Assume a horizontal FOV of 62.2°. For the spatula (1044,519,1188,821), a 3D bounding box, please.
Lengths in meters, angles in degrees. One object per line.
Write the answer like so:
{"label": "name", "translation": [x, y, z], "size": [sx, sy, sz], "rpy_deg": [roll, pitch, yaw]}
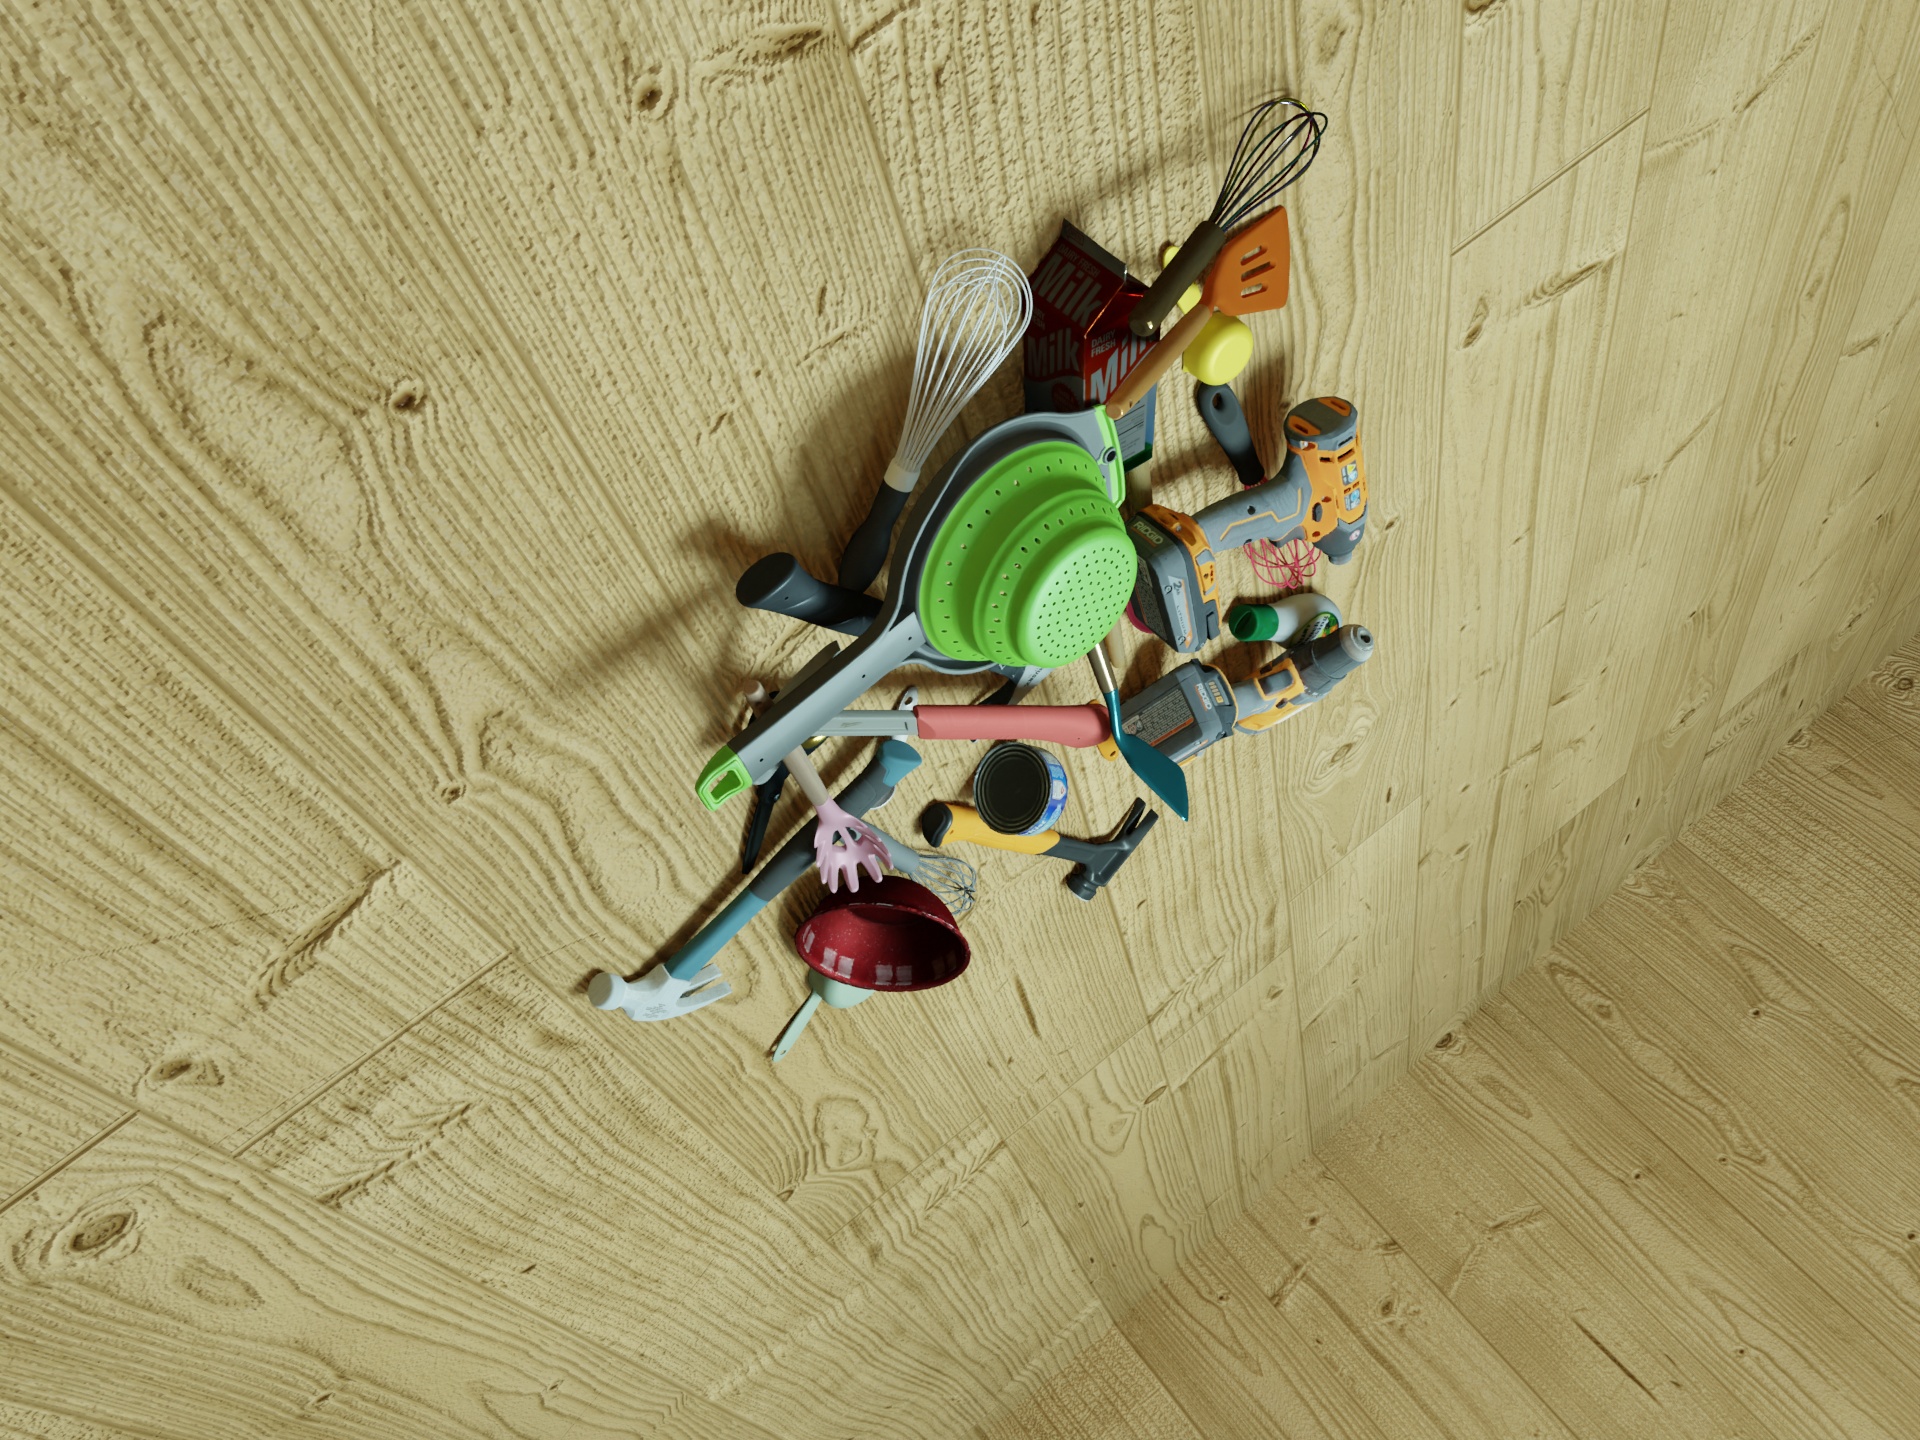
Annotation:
{"label": "spatula", "translation": [0.129, -0.052, 1.345], "size": [0.044, 0.082, 0.317], "rpy_deg": [-15, 120, 14]}

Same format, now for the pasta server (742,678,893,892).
{"label": "pasta server", "translation": [-0.111, 0.053, 1.202], "size": [0.060, 0.040, 0.316], "rpy_deg": [-22, 151, -1]}

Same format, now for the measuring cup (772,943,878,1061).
{"label": "measuring cup", "translation": [-0.130, 0.280, 1.549], "size": [0.083, 0.038, 0.167], "rpy_deg": [14, 114, -53]}

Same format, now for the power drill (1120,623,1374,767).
{"label": "power drill", "translation": [0.285, -0.029, 1.560], "size": [0.226, 0.084, 0.185], "rpy_deg": [-14, 166, -38]}

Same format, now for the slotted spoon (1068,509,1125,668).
{"label": "slotted spoon", "translation": [0.119, -0.125, 1.361], "size": [0.031, 0.070, 0.313], "rpy_deg": [-7, 151, 9]}

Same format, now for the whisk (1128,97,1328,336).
{"label": "whisk", "translation": [0.189, -0.351, 1.110], "size": [0.245, 0.051, 0.047], "rpy_deg": [-54, 145, -22]}

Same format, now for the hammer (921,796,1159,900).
{"label": "hammer", "translation": [0.076, 0.114, 1.589], "size": [0.127, 0.034, 0.336], "rpy_deg": [-53, 146, 15]}

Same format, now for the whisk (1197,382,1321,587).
{"label": "whisk", "translation": [0.264, -0.206, 1.414], "size": [0.073, 0.073, 0.295], "rpy_deg": [-43, 141, -1]}

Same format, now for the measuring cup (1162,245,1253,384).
{"label": "measuring cup", "translation": [0.189, -0.313, 1.233], "size": [0.062, 0.029, 0.156], "rpy_deg": [-45, 148, 2]}

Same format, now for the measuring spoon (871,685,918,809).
{"label": "measuring spoon", "translation": [-0.061, 0.021, 1.361], "size": [0.034, 0.018, 0.124], "rpy_deg": [-5, 124, -42]}

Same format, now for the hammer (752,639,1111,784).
{"label": "hammer", "translation": [-0.002, -0.004, 1.280], "size": [0.359, 0.037, 0.149], "rpy_deg": [0, 146, -43]}

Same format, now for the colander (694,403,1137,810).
{"label": "colander", "translation": [-0.005, -0.053, 1.092], "size": [0.397, 0.095, 0.204], "rpy_deg": [-40, 145, -15]}

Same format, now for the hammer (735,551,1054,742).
{"label": "hammer", "translation": [-0.036, -0.064, 1.229], "size": [0.149, 0.036, 0.408], "rpy_deg": [-48, 153, 16]}

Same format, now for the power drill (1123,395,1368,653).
{"label": "power drill", "translation": [0.252, -0.155, 1.357], "size": [0.226, 0.084, 0.164], "rpy_deg": [-33, 134, -10]}

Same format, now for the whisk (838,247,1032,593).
{"label": "whisk", "translation": [-0.027, -0.198, 1.111], "size": [0.070, 0.070, 0.284], "rpy_deg": [-9, 138, -42]}

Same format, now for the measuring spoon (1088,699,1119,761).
{"label": "measuring spoon", "translation": [0.142, 0.014, 1.567], "size": [0.021, 0.011, 0.116], "rpy_deg": [-40, 147, -6]}

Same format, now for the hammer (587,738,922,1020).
{"label": "hammer", "translation": [-0.161, 0.136, 1.341], "size": [0.331, 0.033, 0.128], "rpy_deg": [-44, 149, 8]}

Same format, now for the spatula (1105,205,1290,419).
{"label": "spatula", "translation": [0.174, -0.285, 1.144], "size": [0.323, 0.041, 0.081], "rpy_deg": [-52, 143, -47]}

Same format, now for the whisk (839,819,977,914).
{"label": "whisk", "translation": [-0.051, 0.131, 1.466], "size": [0.055, 0.055, 0.238], "rpy_deg": [-47, 142, 5]}

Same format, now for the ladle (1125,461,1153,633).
{"label": "ladle", "translation": [0.154, -0.185, 1.344], "size": [0.069, 0.031, 0.315], "rpy_deg": [-33, 144, -12]}
